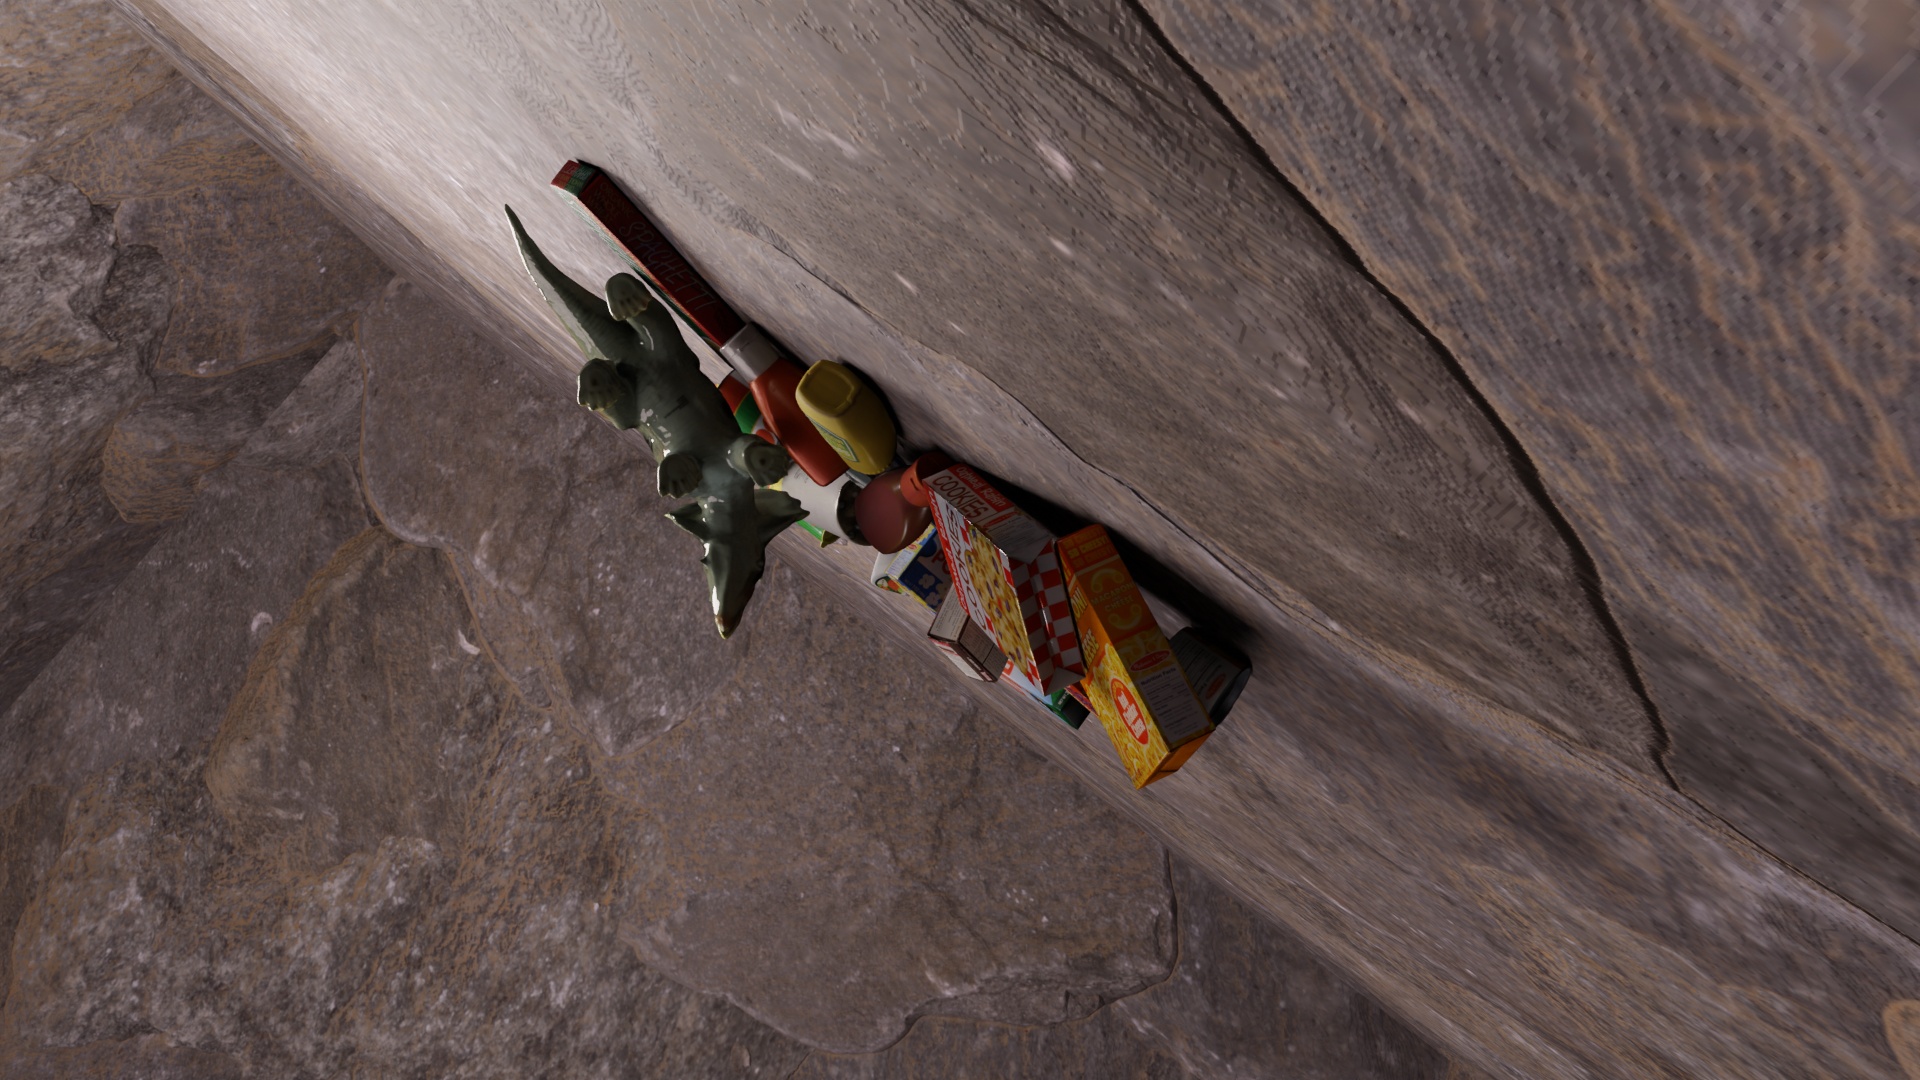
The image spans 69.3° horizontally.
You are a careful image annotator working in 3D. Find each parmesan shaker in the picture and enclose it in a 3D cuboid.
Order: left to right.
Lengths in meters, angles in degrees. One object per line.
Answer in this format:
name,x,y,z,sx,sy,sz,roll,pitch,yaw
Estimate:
parmesan shaker,-0.183,-0.048,1.660,0.103,0.071,0.071,35,170,16

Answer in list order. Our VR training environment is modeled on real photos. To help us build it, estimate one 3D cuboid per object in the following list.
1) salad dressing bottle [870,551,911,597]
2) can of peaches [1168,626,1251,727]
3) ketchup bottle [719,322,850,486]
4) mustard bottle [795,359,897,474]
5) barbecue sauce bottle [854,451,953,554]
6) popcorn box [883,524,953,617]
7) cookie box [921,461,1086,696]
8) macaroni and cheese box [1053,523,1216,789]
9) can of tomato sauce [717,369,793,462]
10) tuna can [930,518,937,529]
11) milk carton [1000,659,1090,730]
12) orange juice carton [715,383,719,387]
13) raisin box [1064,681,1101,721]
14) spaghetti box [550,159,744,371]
salad dressing bottle,-0.019,0.047,1.474,0.148,0.044,0.064,18,154,3
can of peaches,0.179,0.108,1.057,0.058,0.071,0.071,34,170,22
ketchup bottle,-0.145,-0.119,1.195,0.148,0.065,0.043,50,178,-16
mustard bottle,-0.083,-0.089,1.135,0.065,0.049,0.159,35,171,23
barbecue sauce bottle,-0.046,-0.035,1.176,0.065,0.044,0.148,62,154,4
popcorn box,0.000,0.037,1.337,0.126,0.085,0.038,42,170,-28
cookie box,0.032,0.025,1.055,0.168,0.040,0.122,44,154,59
macaroni and cheese box,0.115,0.085,1.000,0.123,0.040,0.167,100,146,-67
can of tomato sauce,-0.189,-0.119,1.333,0.083,0.071,0.071,35,170,15
tuna can,0.004,-0.015,1.221,0.071,0.033,0.071,37,171,7
milk carton,0.069,0.125,1.553,0.191,0.072,0.073,32,170,31
orange juice carton,-0.257,-0.125,1.558,0.073,0.072,0.193,43,169,-26
raisin box,0.116,0.091,1.157,0.123,0.086,0.040,42,168,-27
spaghetti box,-0.243,-0.220,1.162,0.050,0.029,0.249,30,168,42
